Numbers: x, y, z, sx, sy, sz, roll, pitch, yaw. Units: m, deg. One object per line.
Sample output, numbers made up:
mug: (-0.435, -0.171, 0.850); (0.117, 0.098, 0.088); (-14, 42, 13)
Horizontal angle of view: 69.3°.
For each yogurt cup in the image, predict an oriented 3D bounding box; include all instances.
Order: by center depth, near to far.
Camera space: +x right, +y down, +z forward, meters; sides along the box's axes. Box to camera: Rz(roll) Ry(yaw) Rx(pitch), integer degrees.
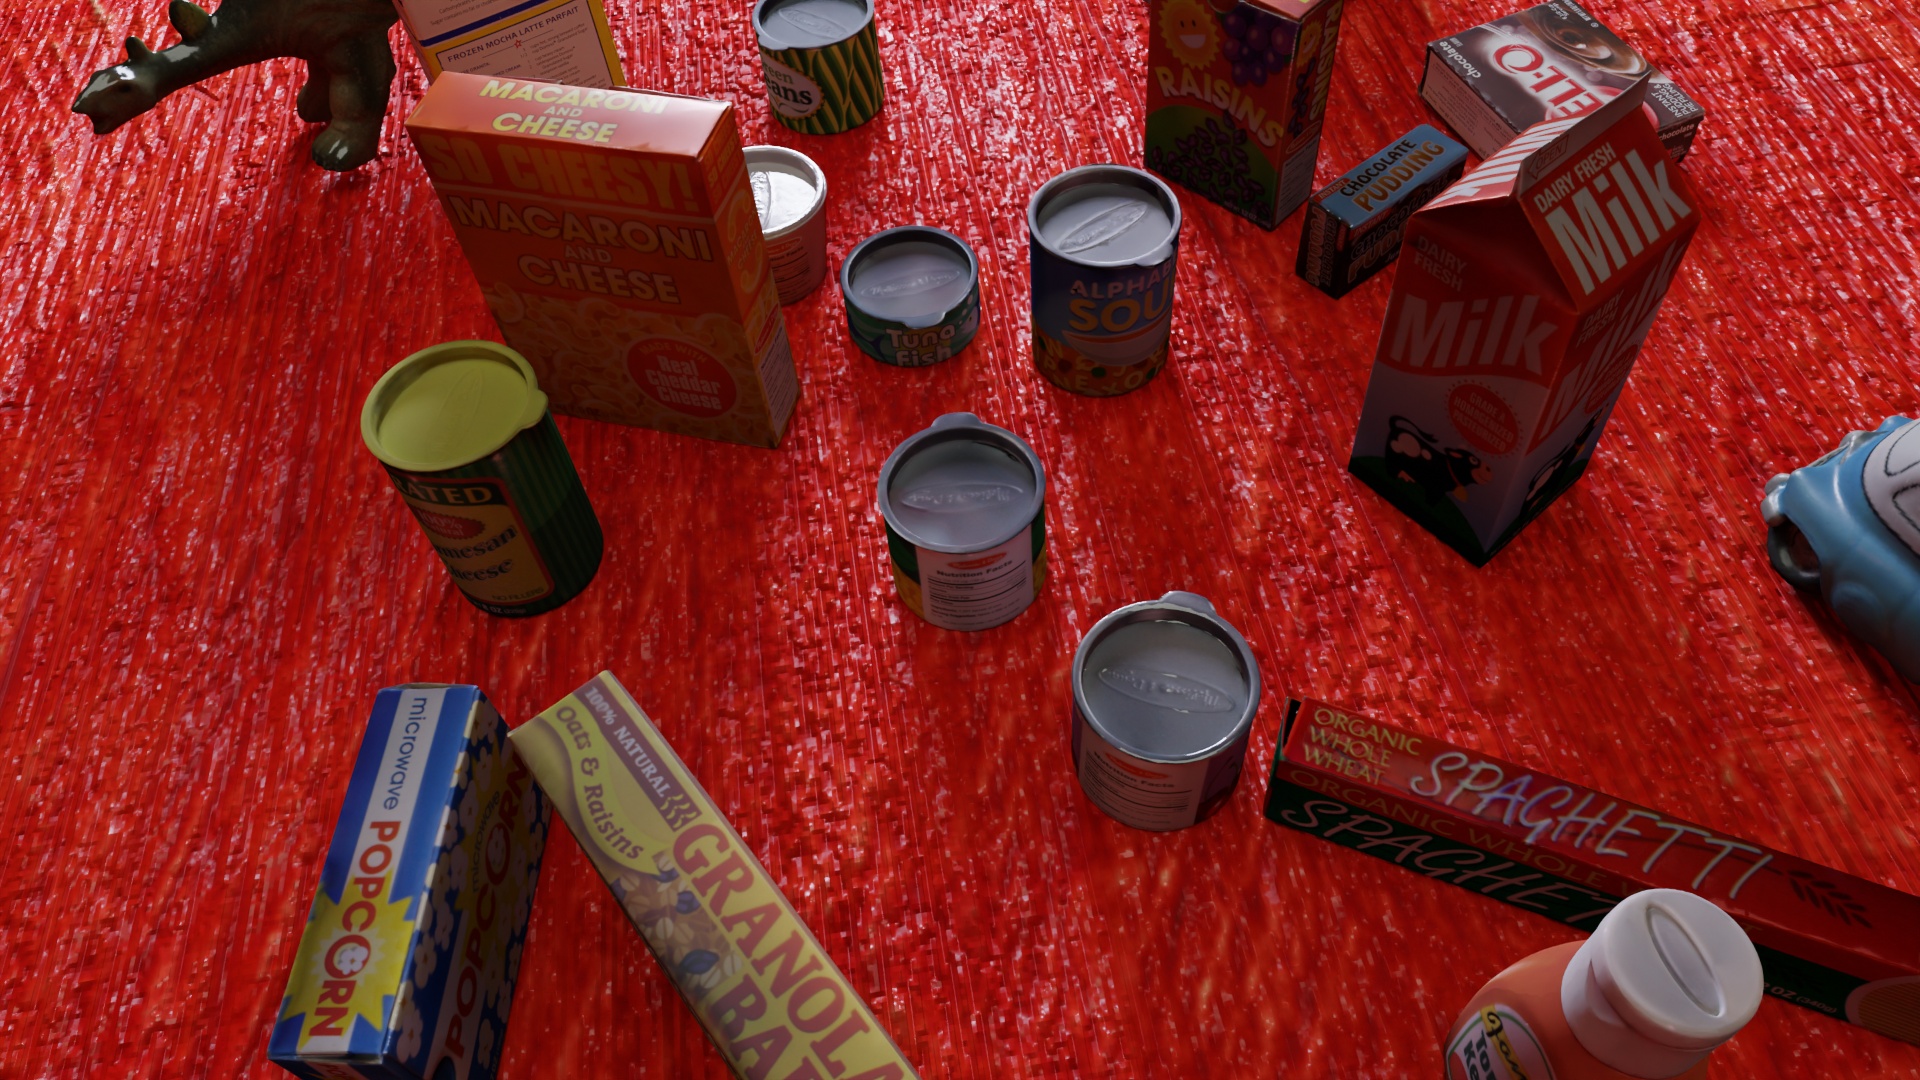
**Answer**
yogurt cup: (-0.097, -0.153, 0.686); (0.072, 0.053, 0.073); (-2, 53, 3)

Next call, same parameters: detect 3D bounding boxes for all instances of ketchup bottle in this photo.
ketchup bottle: (0.177, 0.142, 0.388); (0.043, 0.148, 0.065); (-16, 54, -7)

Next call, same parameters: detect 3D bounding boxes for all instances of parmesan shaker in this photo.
parmesan shaker: (-0.187, -0.022, 0.564); (0.071, 0.102, 0.071); (-2, 54, 3)

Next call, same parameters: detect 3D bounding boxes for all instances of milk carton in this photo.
milk carton: (0.211, -0.083, 0.527); (0.072, 0.189, 0.073); (-36, 59, -20)

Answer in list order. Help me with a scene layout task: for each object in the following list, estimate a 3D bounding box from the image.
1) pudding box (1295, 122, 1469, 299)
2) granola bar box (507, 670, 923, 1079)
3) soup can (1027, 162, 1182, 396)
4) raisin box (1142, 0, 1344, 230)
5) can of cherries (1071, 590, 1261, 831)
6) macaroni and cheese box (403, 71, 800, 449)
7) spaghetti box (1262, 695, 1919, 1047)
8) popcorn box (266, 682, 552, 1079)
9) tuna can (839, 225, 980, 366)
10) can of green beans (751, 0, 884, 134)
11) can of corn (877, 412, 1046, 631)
pudding box: (0.203, -0.160, 0.672); (0.084, 0.049, 0.030); (-34, 58, -19)
granola bar box: (-0.067, 0.133, 0.428); (0.039, 0.123, 0.166); (-34, 58, -19)
soup can: (0.065, -0.114, 0.627); (0.071, 0.083, 0.072); (-2, 53, 3)
raisin box: (0.134, -0.224, 0.679); (0.086, 0.122, 0.040); (37, 64, 27)
can of cherries: (0.075, 0.063, 0.510); (0.071, 0.058, 0.072); (-2, 53, 3)
macaroni and cheese box: (-0.144, -0.115, 0.591); (0.124, 0.165, 0.040); (9, 55, 11)
spaghetti box: (0.226, 0.113, 0.467); (0.250, 0.050, 0.029); (17, 57, 16)
popcorn box: (-0.178, 0.123, 0.467); (0.038, 0.084, 0.127); (-1, 53, 3)
tuna can: (-0.023, -0.115, 0.666); (0.071, 0.032, 0.071); (-2, 53, 3)
can of green beans: (-0.077, -0.267, 0.767); (0.071, 0.057, 0.071); (-2, 53, 3)
can of corn: (0.002, -0.007, 0.568); (0.071, 0.058, 0.071); (-2, 53, 3)
